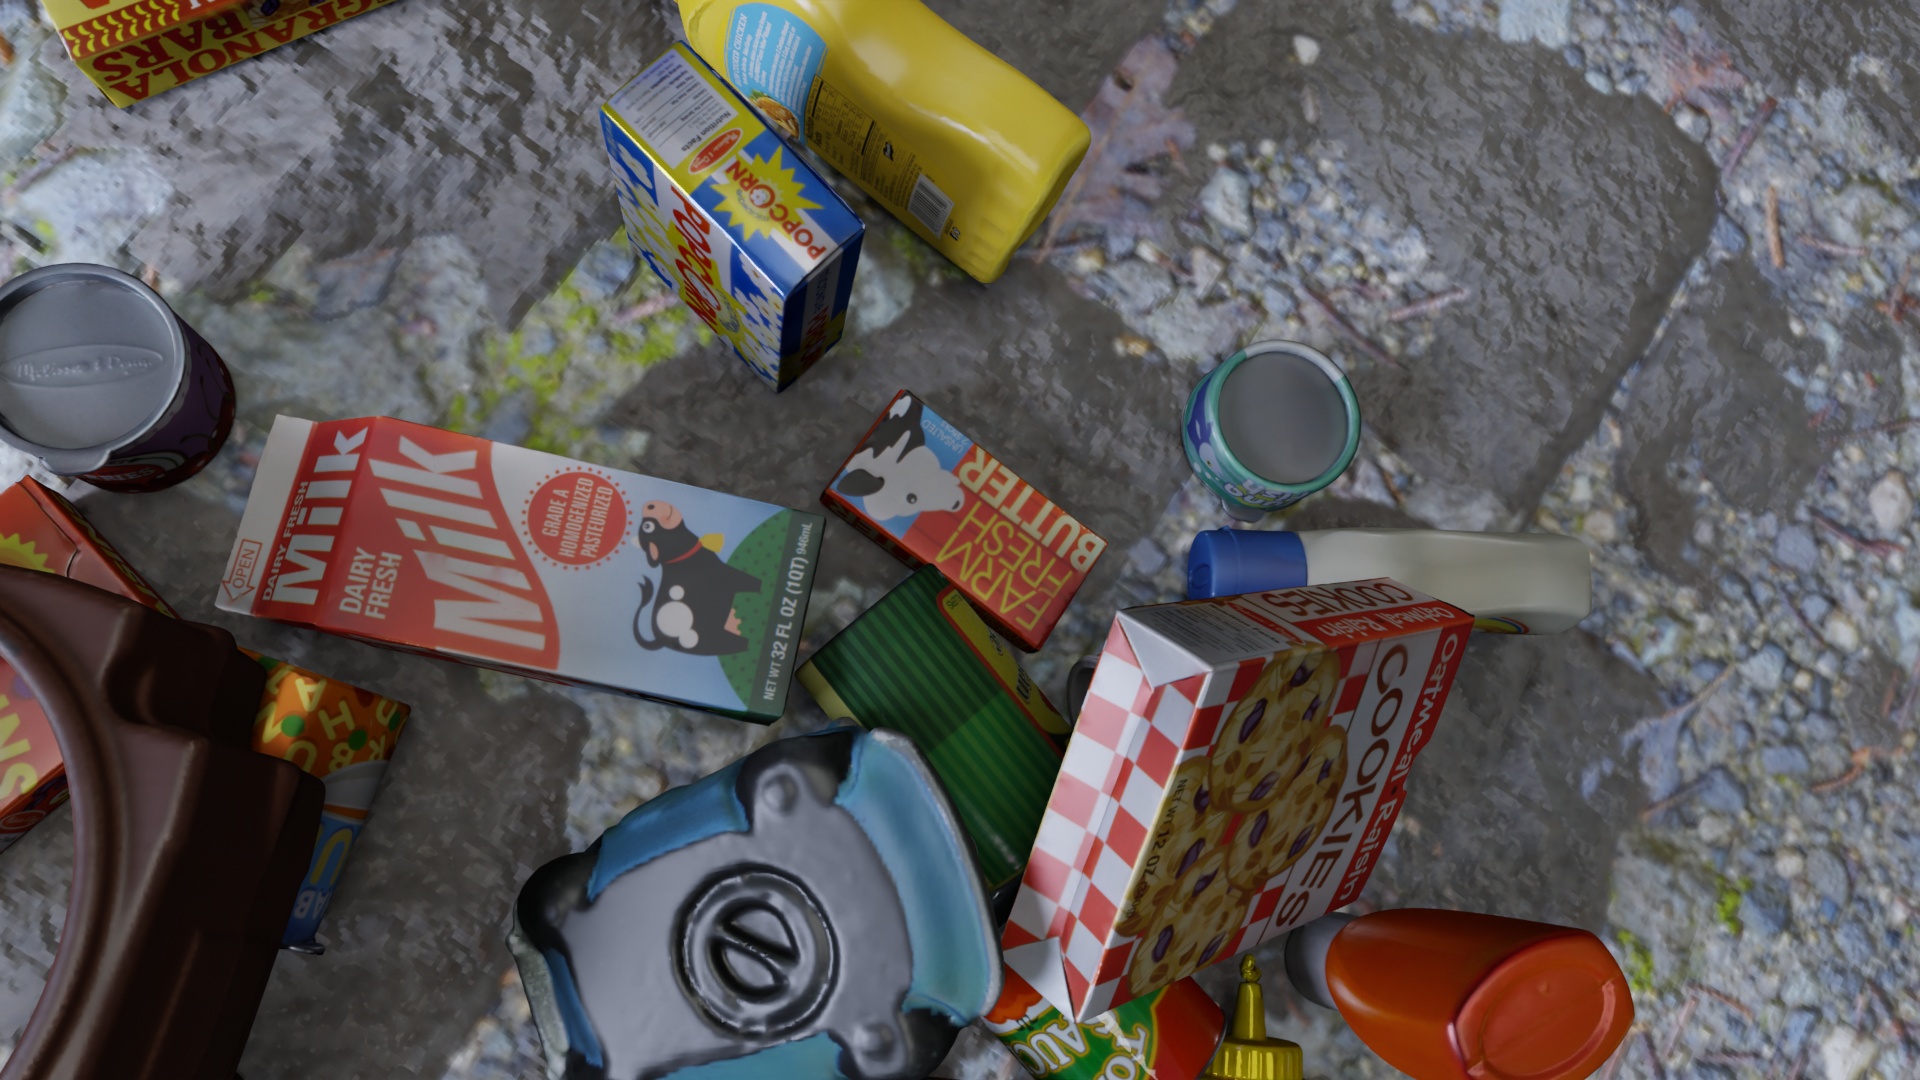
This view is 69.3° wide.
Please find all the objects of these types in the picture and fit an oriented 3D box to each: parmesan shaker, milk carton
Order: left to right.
[{"bbox_3d":[-0.149,0.010,0.481,0.191,0.073,0.072,13,78,-8],"label":"milk carton"},{"bbox_3d":[-0.002,0.066,0.500,0.071,0.071,0.103,-39,89,-15],"label":"parmesan shaker"}]

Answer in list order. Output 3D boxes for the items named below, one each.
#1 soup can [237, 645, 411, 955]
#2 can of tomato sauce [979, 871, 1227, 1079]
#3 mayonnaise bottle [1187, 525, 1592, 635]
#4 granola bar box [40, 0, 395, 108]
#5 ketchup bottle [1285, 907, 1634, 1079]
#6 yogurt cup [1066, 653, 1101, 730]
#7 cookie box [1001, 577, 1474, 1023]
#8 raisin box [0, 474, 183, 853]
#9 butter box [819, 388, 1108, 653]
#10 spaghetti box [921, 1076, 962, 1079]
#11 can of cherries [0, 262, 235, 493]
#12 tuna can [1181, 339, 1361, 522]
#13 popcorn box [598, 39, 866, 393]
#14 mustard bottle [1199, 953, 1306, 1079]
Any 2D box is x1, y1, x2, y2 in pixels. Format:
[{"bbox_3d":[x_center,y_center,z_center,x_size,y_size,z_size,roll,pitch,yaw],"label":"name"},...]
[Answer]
[{"bbox_3d":[-0.226,0.084,0.456,0.071,0.071,0.084,21,76,-7],"label":"soup can"},{"bbox_3d":[0.041,0.160,0.492,0.071,0.071,0.083,-42,89,-15],"label":"can of tomato sauce"},{"bbox_3d":[0.166,0.016,0.549,0.148,0.064,0.041,1,82,-7],"label":"mayonnaise bottle"},{"bbox_3d":[-0.271,-0.253,0.525,0.166,0.039,0.124,-29,85,-15],"label":"granola bar box"},{"bbox_3d":[0.157,0.151,0.475,0.065,0.148,0.043,-25,86,-13],"label":"ketchup bottle"},{"bbox_3d":[0.079,0.066,0.521,0.054,0.072,0.072,-20,84,-22],"label":"yogurt cup"},{"bbox_3d":[0.099,0.079,0.463,0.168,0.040,0.122,-3,116,-46],"label":"cookie box"},{"bbox_3d":[-0.326,0.052,0.456,0.124,0.040,0.086,-43,89,-16],"label":"raisin box"},{"bbox_3d":[0.002,-0.007,0.539,0.103,0.024,0.053,37,74,-2],"label":"butter box"},{"bbox_3d":[-0.026,0.298,0.431,0.050,0.028,0.250,11,76,-12],"label":"spaghetti box"},{"bbox_3d":[-0.291,-0.051,0.473,0.071,0.058,0.071,2,79,-12],"label":"can of cherries"},{"bbox_3d":[0.126,-0.045,0.566,0.071,0.032,0.071,2,79,-11],"label":"tuna can"},{"bbox_3d":[-0.079,-0.107,0.490,0.085,0.126,0.038,45,78,0],"label":"popcorn box"},{"bbox_3d":[0.103,0.232,0.501,0.065,0.048,0.160,7,78,-9],"label":"mustard bottle"}]
